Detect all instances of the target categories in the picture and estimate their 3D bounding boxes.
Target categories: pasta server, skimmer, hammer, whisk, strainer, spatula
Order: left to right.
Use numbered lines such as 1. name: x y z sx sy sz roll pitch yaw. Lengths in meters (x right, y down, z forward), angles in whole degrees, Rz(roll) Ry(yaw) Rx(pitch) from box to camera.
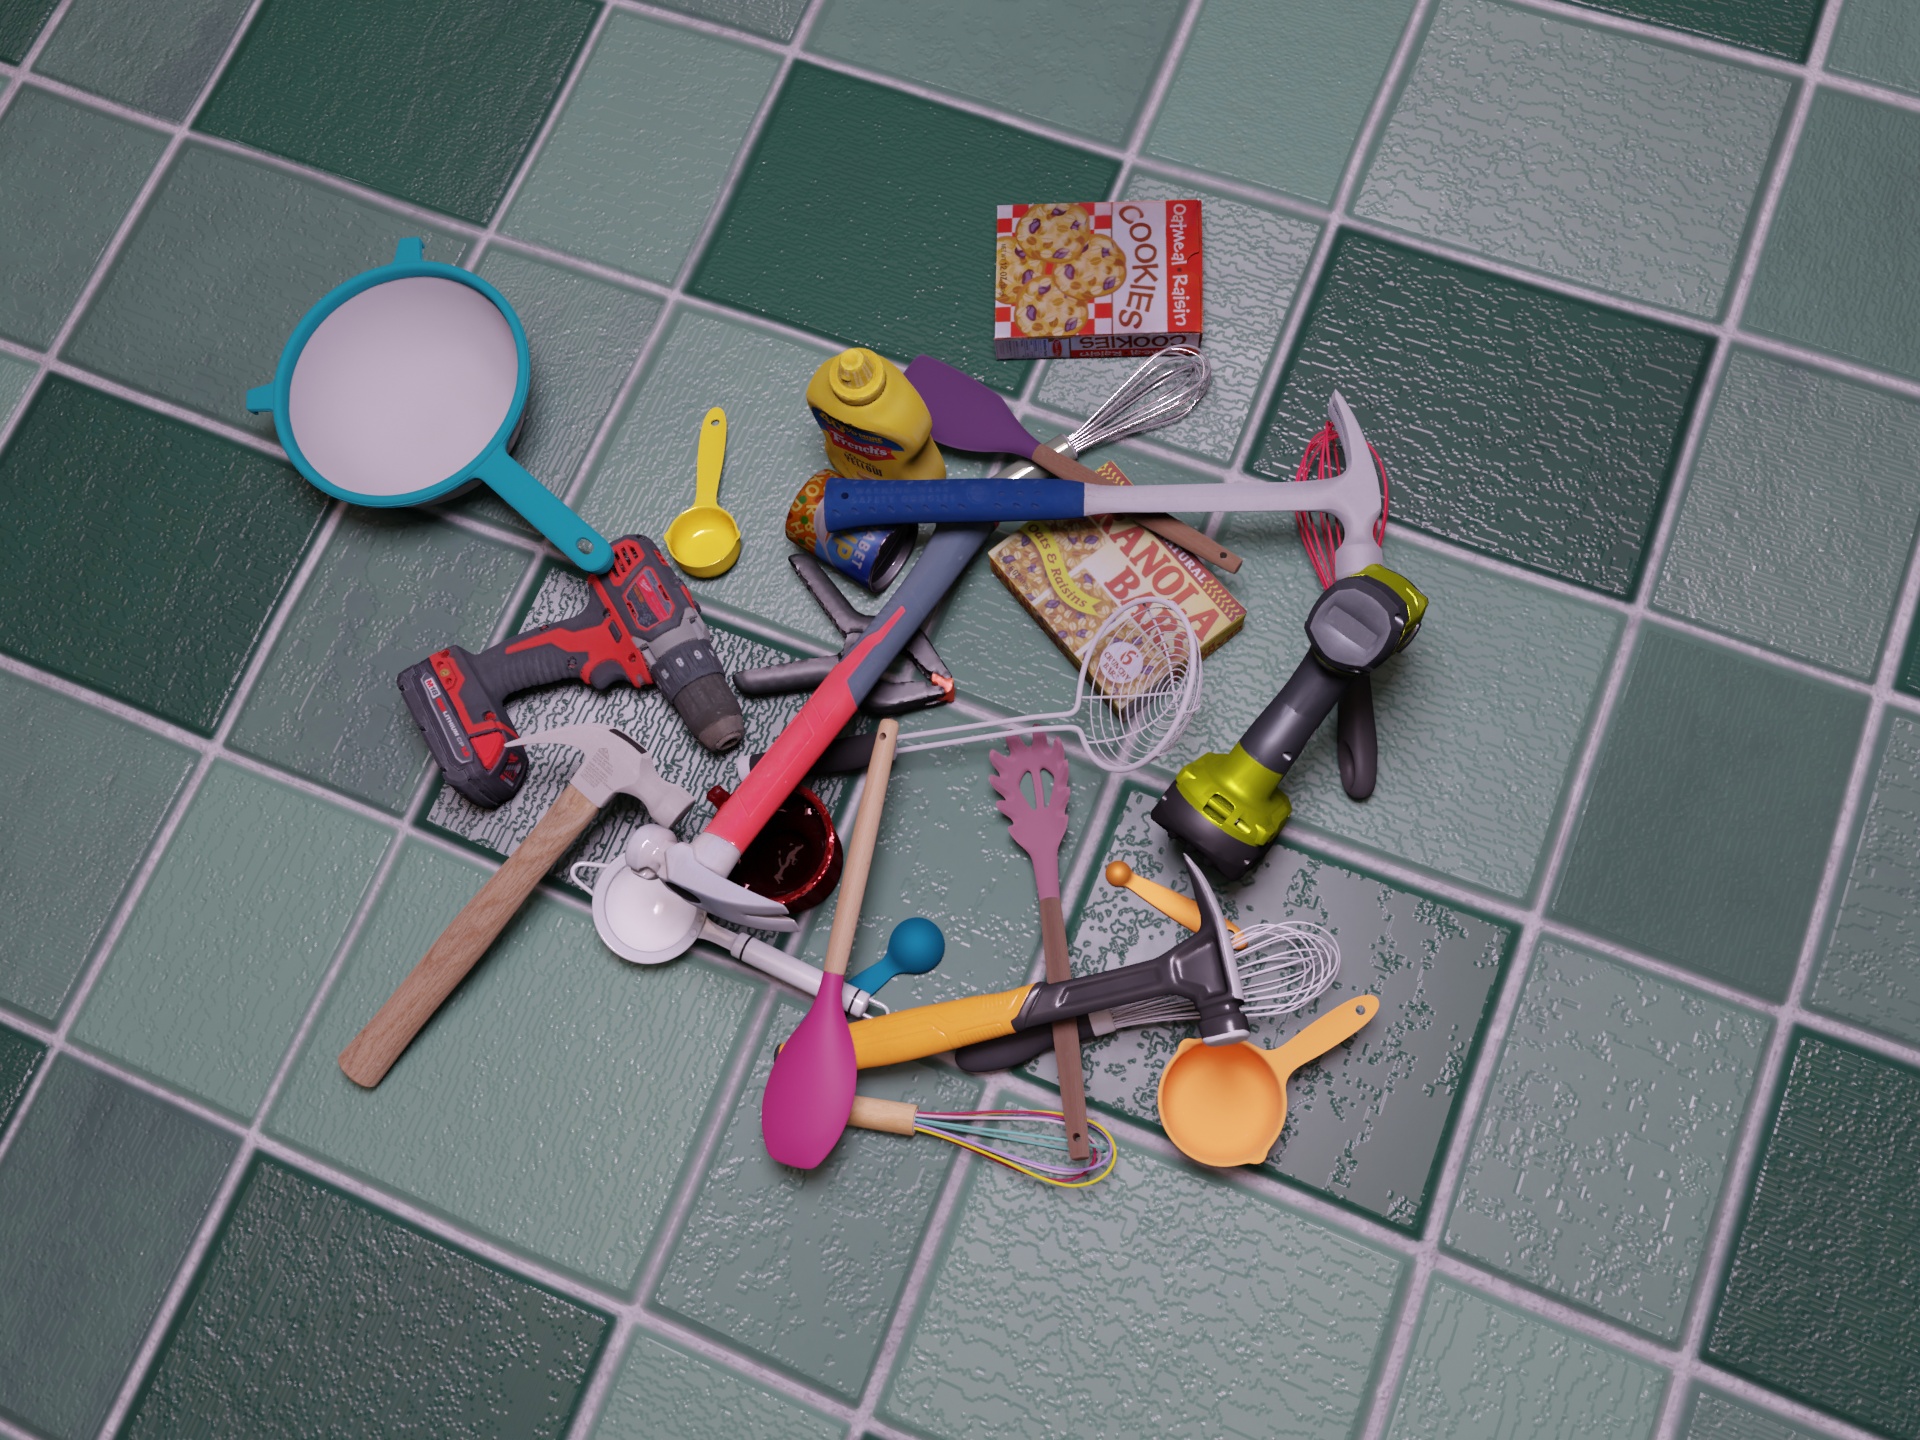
1. strainer: -0.389 -0.217 1.276 0.340 0.095 0.211 41 83 13
2. hammer: -0.345 0.137 1.162 0.130 0.031 0.331 42 97 2
3. strainer: -0.168 0.164 1.173 0.258 0.050 0.087 24 86 10
4. hammer: -0.071 -0.019 1.142 0.143 0.038 0.386 18 59 33
5. whisk: -0.011 0.290 1.128 0.245 0.051 0.047 7 81 10
6. skimmer: -0.002 -0.004 1.155 0.363 0.090 0.127 -10 64 13
7. hammer: 0.024 0.195 1.098 0.337 0.034 0.127 -17 65 16
8. pasta server: 0.065 0.151 1.133 0.060 0.040 0.316 -12 61 12
9. spatula: 0.079 -0.193 1.225 0.316 0.018 0.060 32 84 18
10. whisk: 0.093 -0.221 1.261 0.246 0.059 0.058 -32 37 0
11. hammer: 0.102 -0.168 1.174 0.405 0.035 0.144 0 77 5
12. whisk: 0.131 0.202 1.132 0.284 0.070 0.070 -17 74 5
13. whisk: 0.293 -0.087 1.198 0.073 0.073 0.296 -2 79 5

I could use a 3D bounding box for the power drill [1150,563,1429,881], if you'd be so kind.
1. power drill: 0.237 -0.006 1.104 0.080 0.171 0.223 39 112 14

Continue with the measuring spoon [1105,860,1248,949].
1. measuring spoon: 0.159 0.136 1.169 0.117 0.011 0.021 29 79 12

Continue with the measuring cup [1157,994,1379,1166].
1. measuring cup: 0.217 0.244 1.114 0.173 0.052 0.095 -31 74 -6

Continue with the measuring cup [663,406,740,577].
1. measuring cup: -0.202 -0.185 1.291 0.062 0.029 0.157 -1 63 5

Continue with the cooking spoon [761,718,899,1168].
1. cooking spoon: -0.084 0.153 1.123 0.069 0.017 0.319 7 78 24

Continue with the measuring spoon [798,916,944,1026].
1. measuring spoon: -0.068 0.191 1.169 0.128 0.021 0.042 -37 75 -5

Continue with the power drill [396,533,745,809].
1. power drill: -0.292 -0.019 1.224 0.226 0.080 0.188 -30 74 -7
